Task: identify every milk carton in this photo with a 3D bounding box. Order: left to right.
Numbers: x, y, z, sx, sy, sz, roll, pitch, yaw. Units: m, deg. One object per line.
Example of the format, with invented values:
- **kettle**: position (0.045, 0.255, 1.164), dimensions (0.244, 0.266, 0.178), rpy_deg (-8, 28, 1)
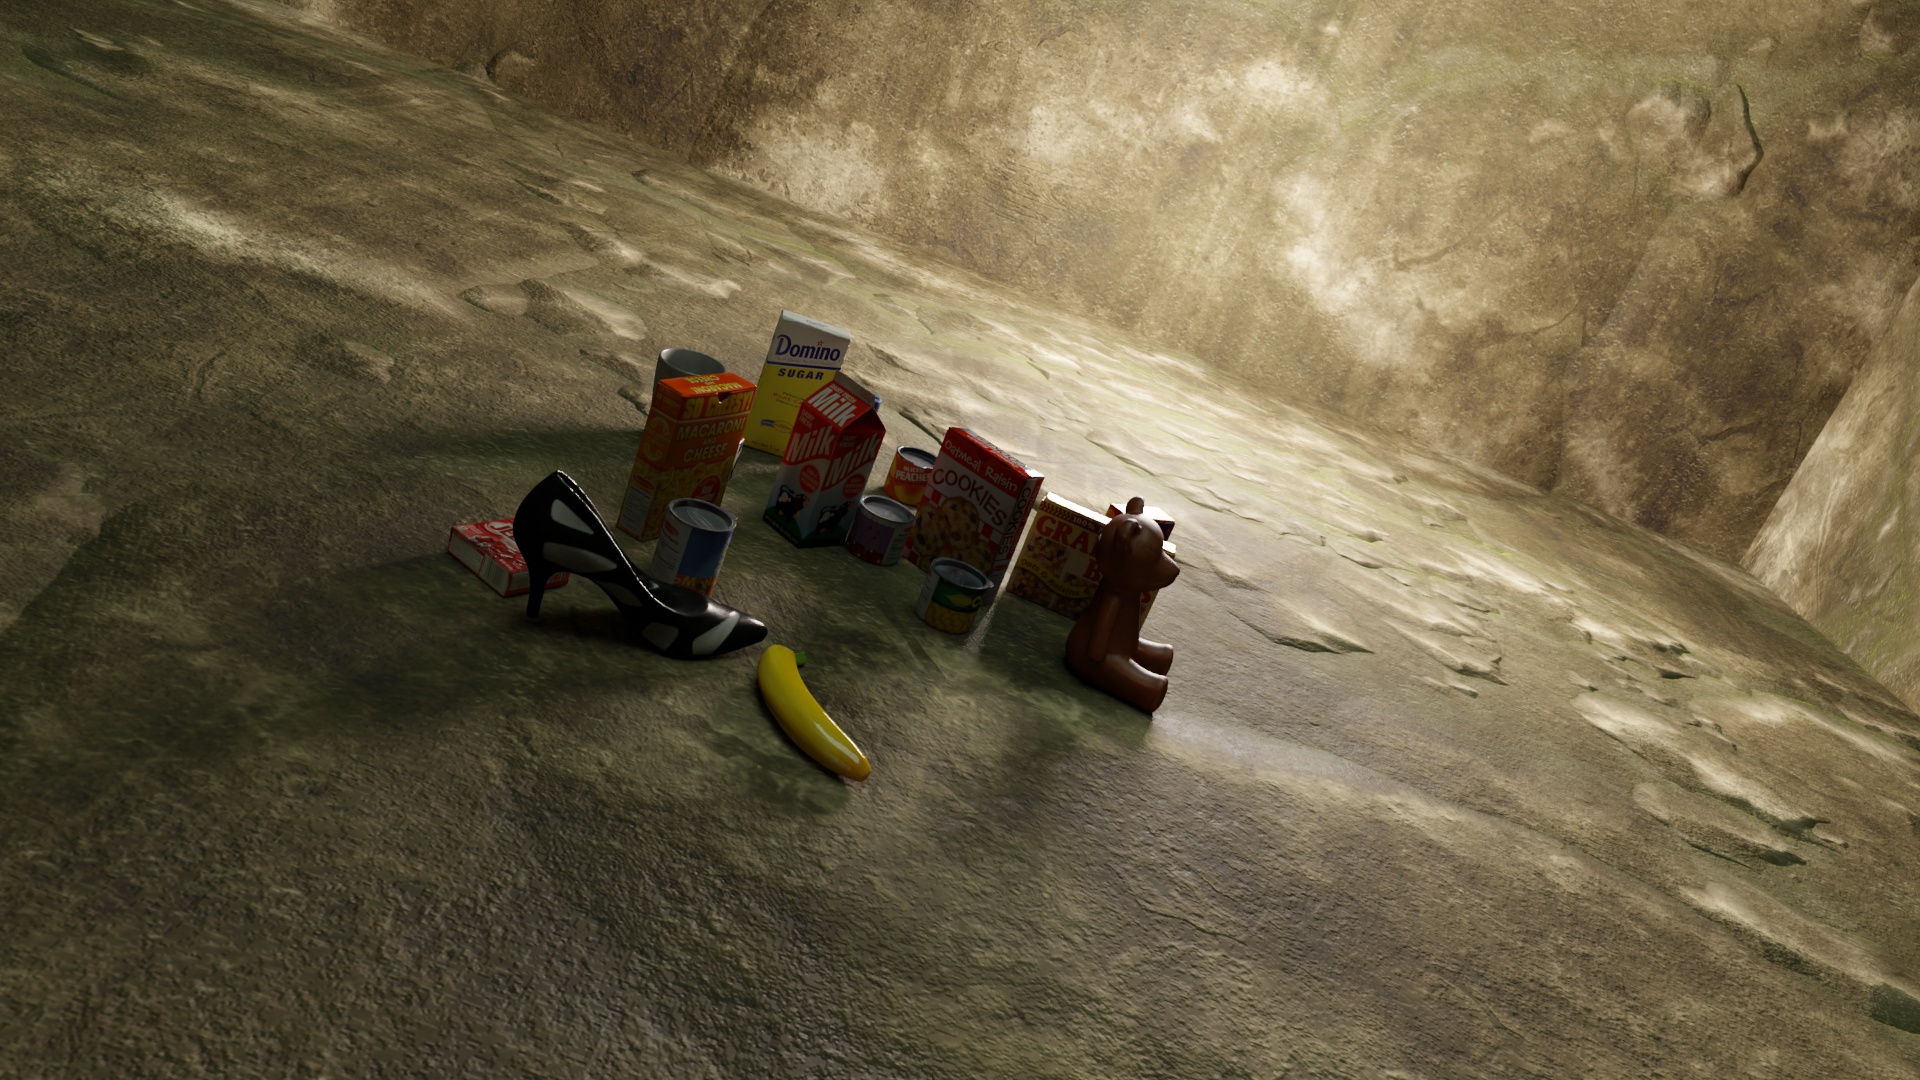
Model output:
- **milk carton**: position (-0.147, -0.091, 1.550), dimensions (0.072, 0.189, 0.073), rpy_deg (36, 25, 34)

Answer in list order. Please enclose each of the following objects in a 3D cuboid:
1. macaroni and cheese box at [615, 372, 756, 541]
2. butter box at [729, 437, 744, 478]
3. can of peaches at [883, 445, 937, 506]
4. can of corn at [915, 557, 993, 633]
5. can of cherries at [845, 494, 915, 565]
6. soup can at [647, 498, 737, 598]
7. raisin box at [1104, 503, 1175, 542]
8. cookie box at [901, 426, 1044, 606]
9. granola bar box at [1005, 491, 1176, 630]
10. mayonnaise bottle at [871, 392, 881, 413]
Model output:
- **macaroni and cheese box**: position (-0.283, -0.089, 1.448), dimensions (0.040, 0.165, 0.124), rpy_deg (30, 22, 20)
- **butter box**: position (-0.282, -0.086, 1.600), dimensions (0.024, 0.053, 0.104), rpy_deg (22, 21, 2)
- **can of peaches**: position (-0.061, -0.082, 1.793), dimensions (0.071, 0.057, 0.071), rpy_deg (19, 21, -7)
- **can of corn**: position (-0.007, 0.061, 1.499), dimensions (0.071, 0.058, 0.071), rpy_deg (19, 21, -7)
- **can of cherries**: position (-0.095, -0.013, 1.593), dimensions (0.071, 0.058, 0.072), rpy_deg (19, 21, -7)
- **soup can**: position (-0.259, 0.011, 1.345), dimensions (0.071, 0.083, 0.071), rpy_deg (19, 21, -7)
- **raisin box**: position (0.202, 0.018, 1.710), dimensions (0.086, 0.123, 0.040), rpy_deg (5, 26, -37)
- **cookie box**: position (0.011, -0.028, 1.579), dimensions (0.123, 0.166, 0.040), rpy_deg (34, 24, 30)
- **granola bar box**: position (0.152, 0.032, 1.628), dimensions (0.166, 0.123, 0.039), rpy_deg (23, 21, 5)
- **mayonnaise bottle**: position (-0.135, -0.107, 1.659), dimensions (0.065, 0.147, 0.041), rpy_deg (20, 21, -5)
